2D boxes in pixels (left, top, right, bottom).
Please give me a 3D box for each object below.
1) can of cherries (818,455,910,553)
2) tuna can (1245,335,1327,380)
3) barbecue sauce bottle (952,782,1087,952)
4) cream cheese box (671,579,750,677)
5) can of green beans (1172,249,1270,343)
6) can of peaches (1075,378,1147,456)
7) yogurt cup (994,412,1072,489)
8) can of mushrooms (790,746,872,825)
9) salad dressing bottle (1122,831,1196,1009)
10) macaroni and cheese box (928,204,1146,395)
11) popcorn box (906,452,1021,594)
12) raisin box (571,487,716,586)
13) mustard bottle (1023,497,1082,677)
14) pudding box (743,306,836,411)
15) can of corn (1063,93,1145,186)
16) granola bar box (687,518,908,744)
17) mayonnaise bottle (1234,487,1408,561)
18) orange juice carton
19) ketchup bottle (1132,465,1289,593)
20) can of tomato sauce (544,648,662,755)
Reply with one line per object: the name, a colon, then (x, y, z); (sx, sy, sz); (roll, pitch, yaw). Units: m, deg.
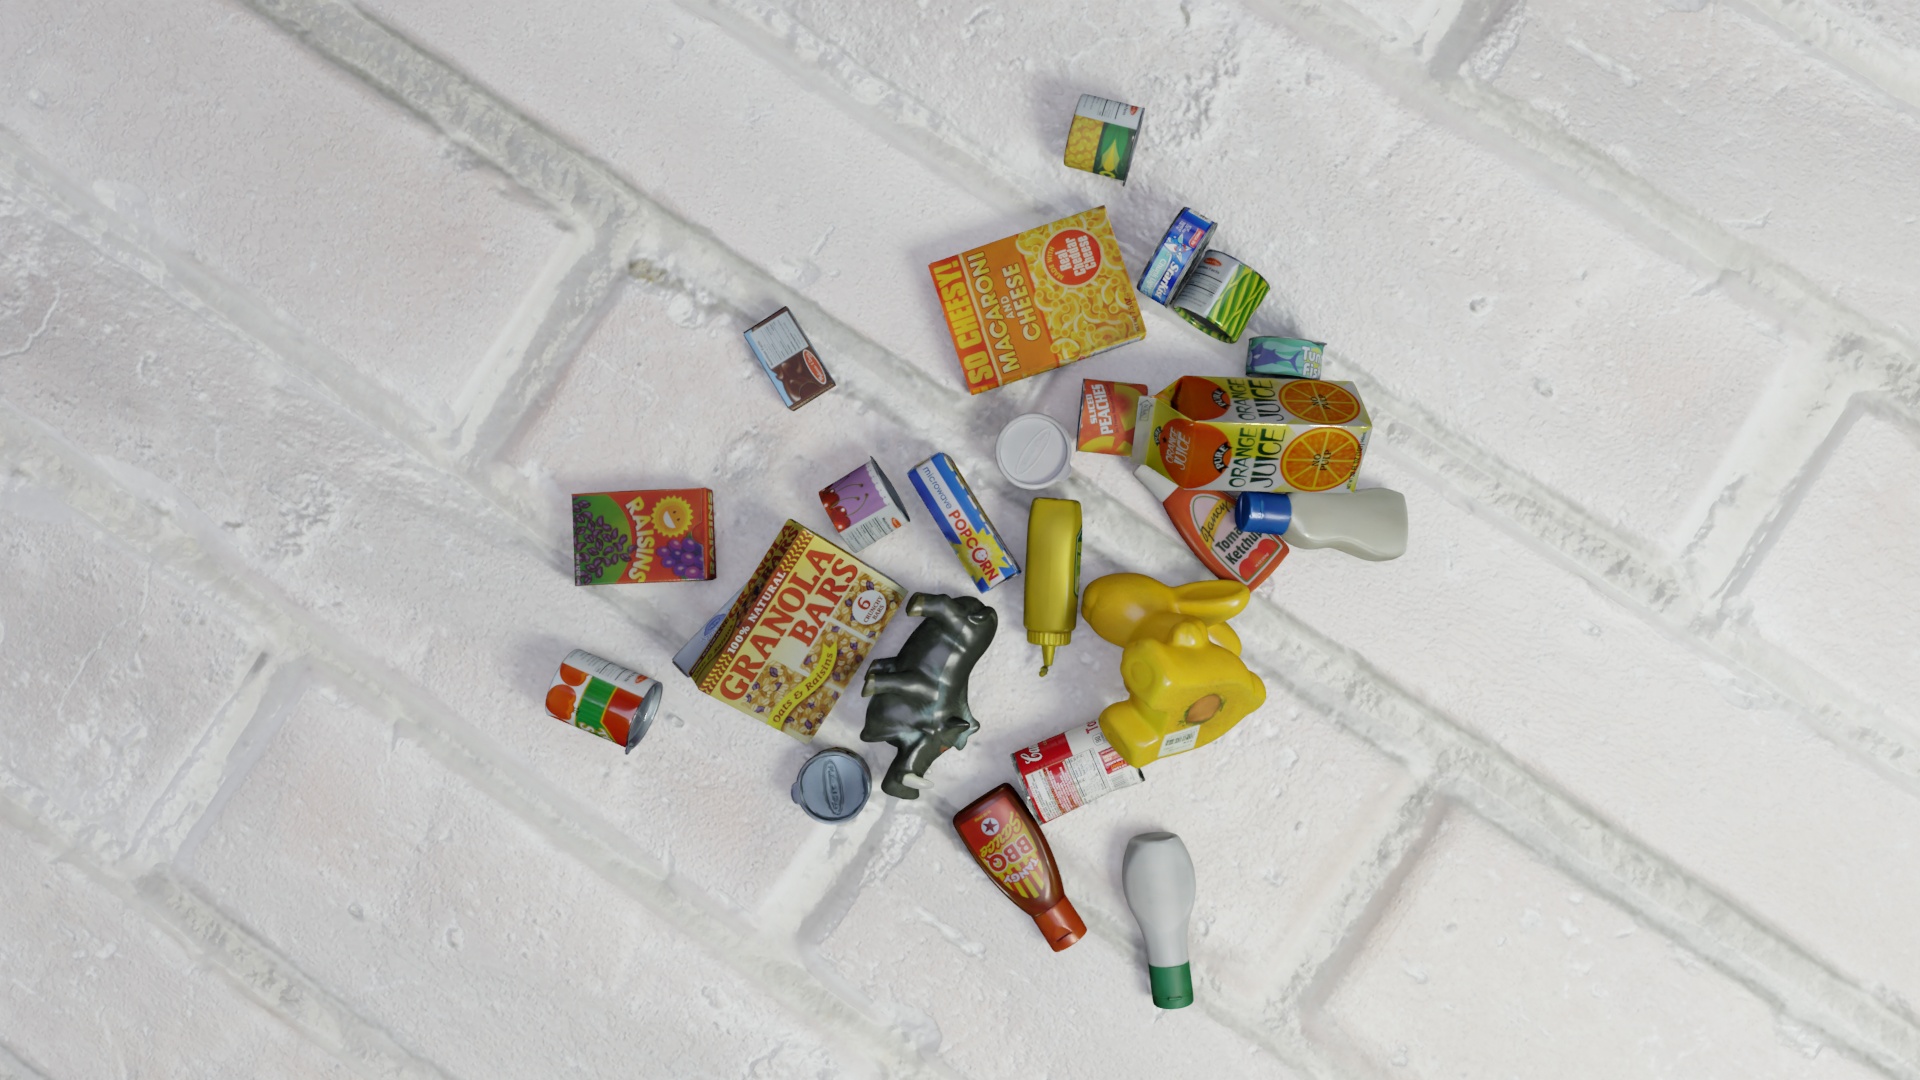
can of cherries: (-0.087, -0.032, 1.245); (0.058, 0.071, 0.071); (-31, 87, 3)
tuna can: (0.287, -0.159, 1.222); (0.071, 0.071, 0.033); (7, 91, 4)
barbecue sauce bottle: (0.057, 0.293, 1.234); (0.065, 0.044, 0.148); (-34, 87, 6)
cream cheese box: (-0.212, 0.078, 1.254); (0.024, 0.053, 0.104); (44, 91, 2)
can of green beans: (0.231, -0.215, 1.229); (0.071, 0.071, 0.058); (32, 91, 4)
can of peaches: (0.134, -0.109, 1.229); (0.058, 0.071, 0.071); (6, 89, 3)
yogurt cup: (0.065, -0.078, 1.241); (0.072, 0.054, 0.072); (0, 88, 4)
can of mushrooms: (-0.116, 0.221, 1.252); (0.071, 0.033, 0.071); (0, 89, 3)
salad dressing bottle: (0.179, 0.335, 1.225); (0.064, 0.044, 0.147); (-6, 89, 2)
macaroni and cheese box: (0.069, -0.215, 1.253); (0.166, 0.040, 0.123); (-18, 87, 2)
popcorn box: (0.004, -0.015, 1.227); (0.038, 0.085, 0.126); (-32, 87, 4)
raisin box: (-0.288, -0.003, 1.268); (0.123, 0.040, 0.086); (-2, 87, 3)
mustard bottle: (0.081, 0.042, 1.234); (0.049, 0.065, 0.160); (3, 94, 9)
pudding box: (-0.156, -0.165, 1.270); (0.049, 0.030, 0.083); (-32, 87, 1)
can of corn: (0.128, -0.358, 1.242); (0.058, 0.071, 0.071); (16, 89, 5)
granola bar box: (-0.142, 0.081, 1.227); (0.124, 0.039, 0.165); (33, 91, -31)
mayonnaise bottle: (0.315, -0.019, 1.211); (0.148, 0.041, 0.065); (6, 76, -11)
orange juice carton: (0.244, -0.091, 1.189); (0.193, 0.073, 0.071); (1, 129, -3)
ketchup bottle: (0.218, -0.021, 1.234); (0.149, 0.043, 0.065); (44, 82, 5)
can of tomato sauce: (-0.322, 0.145, 1.252); (0.083, 0.071, 0.071); (22, 90, 5)
